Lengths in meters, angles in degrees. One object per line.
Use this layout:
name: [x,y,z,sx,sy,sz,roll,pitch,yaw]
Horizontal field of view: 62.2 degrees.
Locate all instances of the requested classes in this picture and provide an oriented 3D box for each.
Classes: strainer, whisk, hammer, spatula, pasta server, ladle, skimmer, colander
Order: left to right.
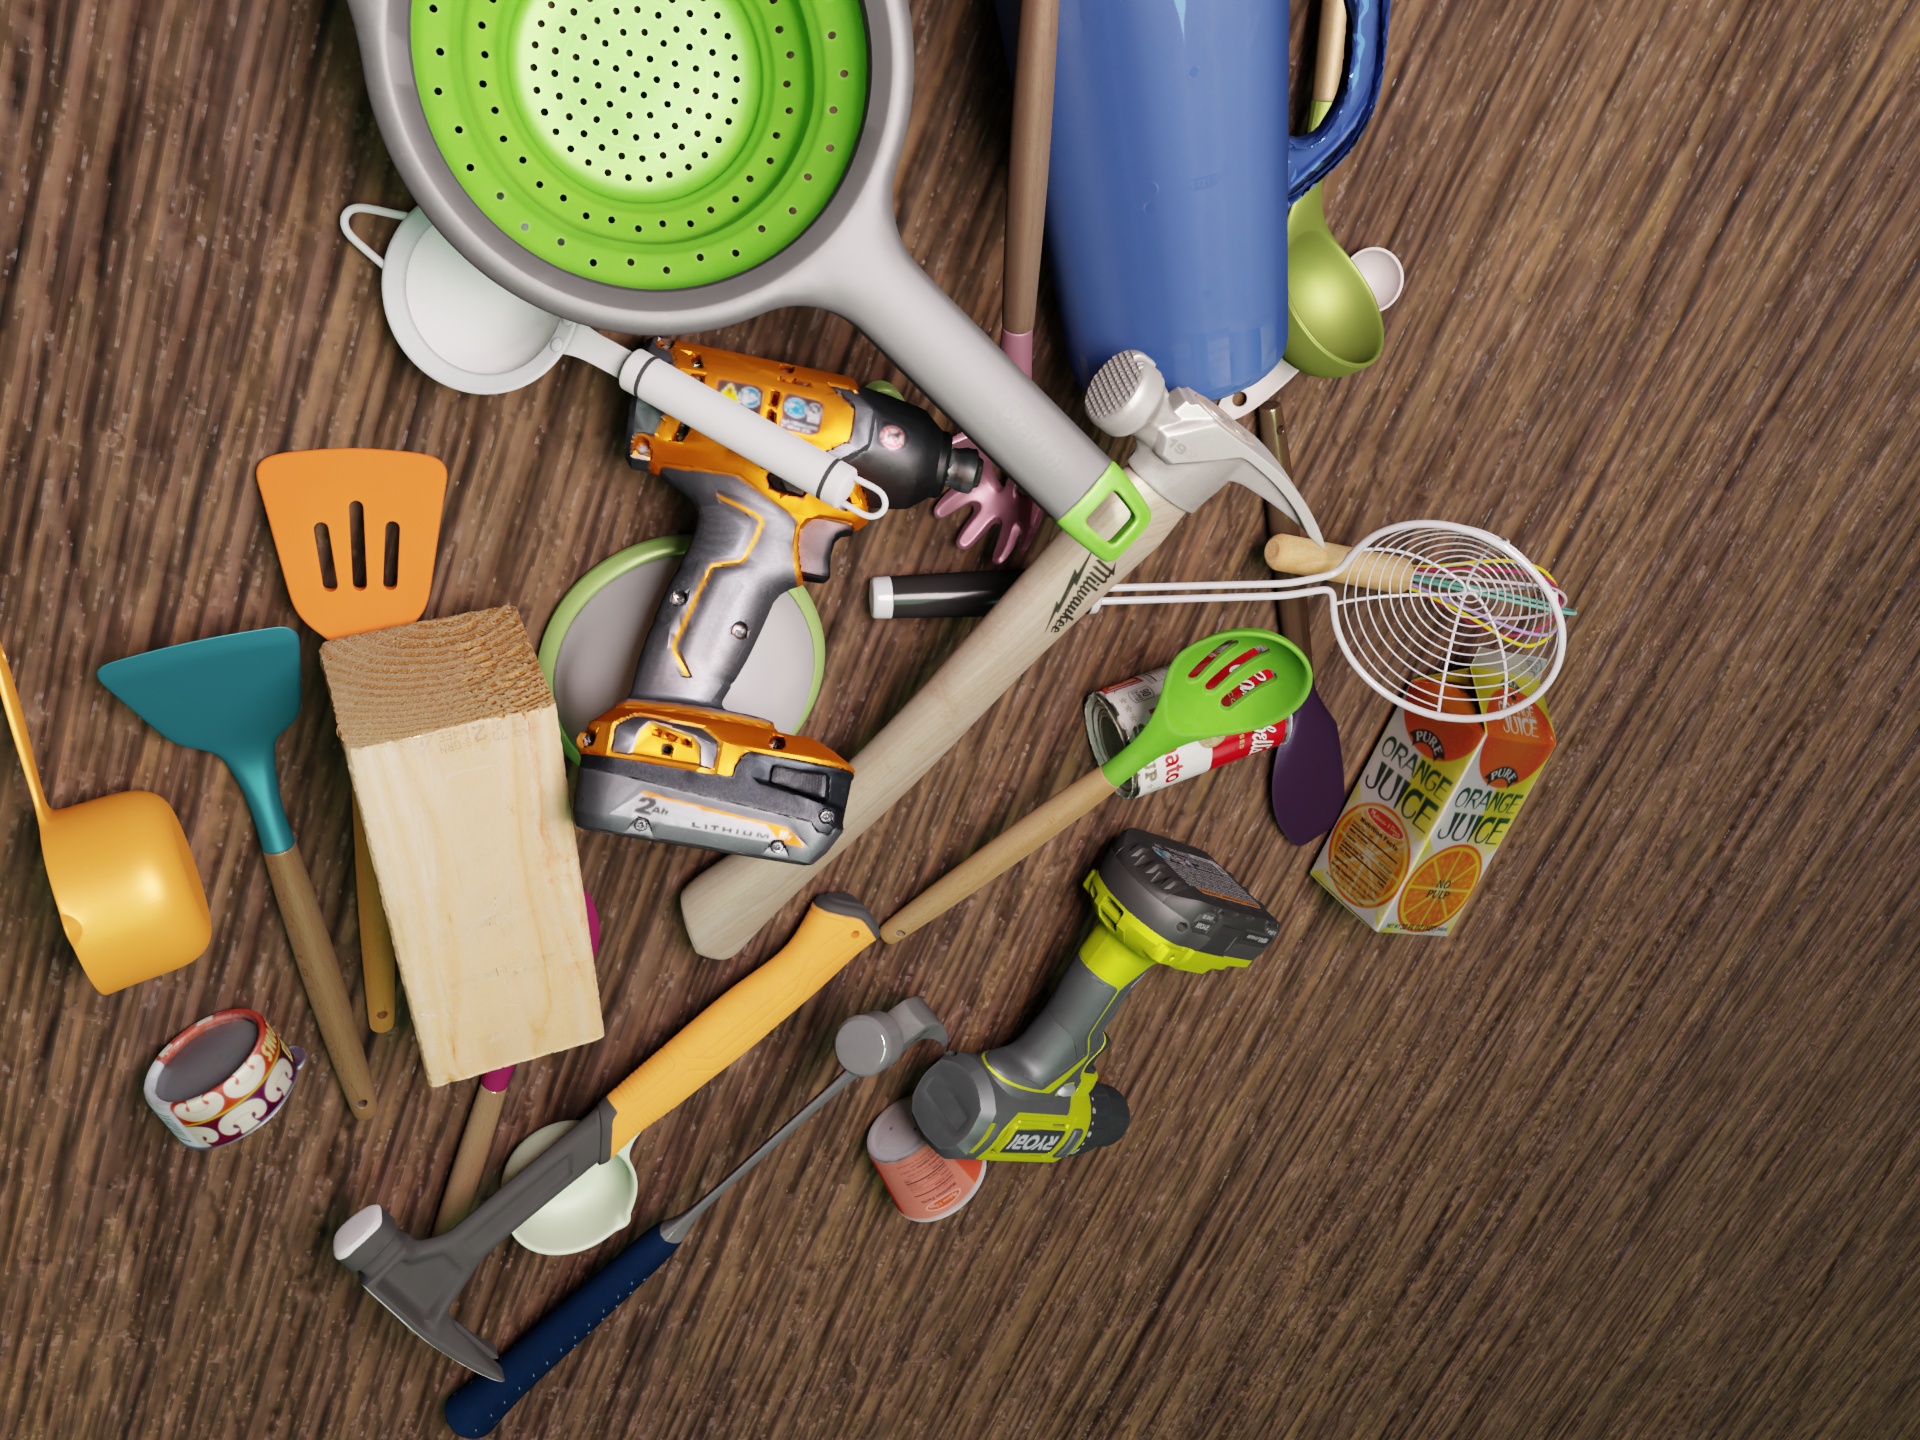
spatula: [-0.332,0.089,0.788,0.082,0.044,0.317,-15,124,-18]
spatula: [-0.291,0.024,0.783,0.081,0.041,0.322,-4,124,-23]
strainer: [-0.143,-0.150,0.677,0.258,0.050,0.087,30,101,5]
hammer: [-0.178,0.222,0.904,0.337,0.034,0.127,-40,117,-10]
hammer: [-0.164,0.303,0.966,0.405,0.035,0.144,-43,166,13]
strainer: [-0.101,-0.054,0.791,0.151,0.069,0.256,30,105,-34]
colander: [-0.070,-0.211,0.663,0.396,0.095,0.204,41,94,-22]
hammer: [-0.001,-0.003,0.823,0.146,0.038,0.410,28,120,-34]
pasta server: [0.024,-0.199,0.725,0.040,0.060,0.316,-51,158,-34]
skimmer: [0.136,-0.051,0.849,0.363,0.090,0.127,-2,134,-10]
spatula: [0.202,-0.047,0.962,0.060,0.018,0.315,-28,127,-20]
ladle: [0.190,-0.327,0.768,0.078,0.062,0.320,-22,124,-42]
whisk: [0.280,-0.080,0.952,0.244,0.051,0.047,6,117,-30]

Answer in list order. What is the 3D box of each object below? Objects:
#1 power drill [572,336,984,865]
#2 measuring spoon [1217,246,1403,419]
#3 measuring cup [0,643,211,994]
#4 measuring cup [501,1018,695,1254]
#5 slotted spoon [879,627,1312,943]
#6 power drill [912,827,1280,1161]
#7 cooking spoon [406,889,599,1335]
power drill: [-0.083,-0.051,0.725,0.164,0.084,0.226,10,83,-7]
measuring spoon: [0.187,-0.209,0.867,0.124,0.018,0.034,-42,105,11]
measuring cup: [-0.388,0.036,0.720,0.052,0.095,0.173,-16,105,-21]
measuring cup: [-0.205,0.236,0.939,0.083,0.038,0.167,37,89,-34]
slotted spoon: [0.063,0.043,0.887,0.070,0.031,0.313,38,120,-24]
power drill: [0.094,0.188,1.007,0.190,0.080,0.228,20,110,-49]
cooking spoon: [-0.273,0.229,0.910,0.068,0.017,0.318,11,112,-29]
